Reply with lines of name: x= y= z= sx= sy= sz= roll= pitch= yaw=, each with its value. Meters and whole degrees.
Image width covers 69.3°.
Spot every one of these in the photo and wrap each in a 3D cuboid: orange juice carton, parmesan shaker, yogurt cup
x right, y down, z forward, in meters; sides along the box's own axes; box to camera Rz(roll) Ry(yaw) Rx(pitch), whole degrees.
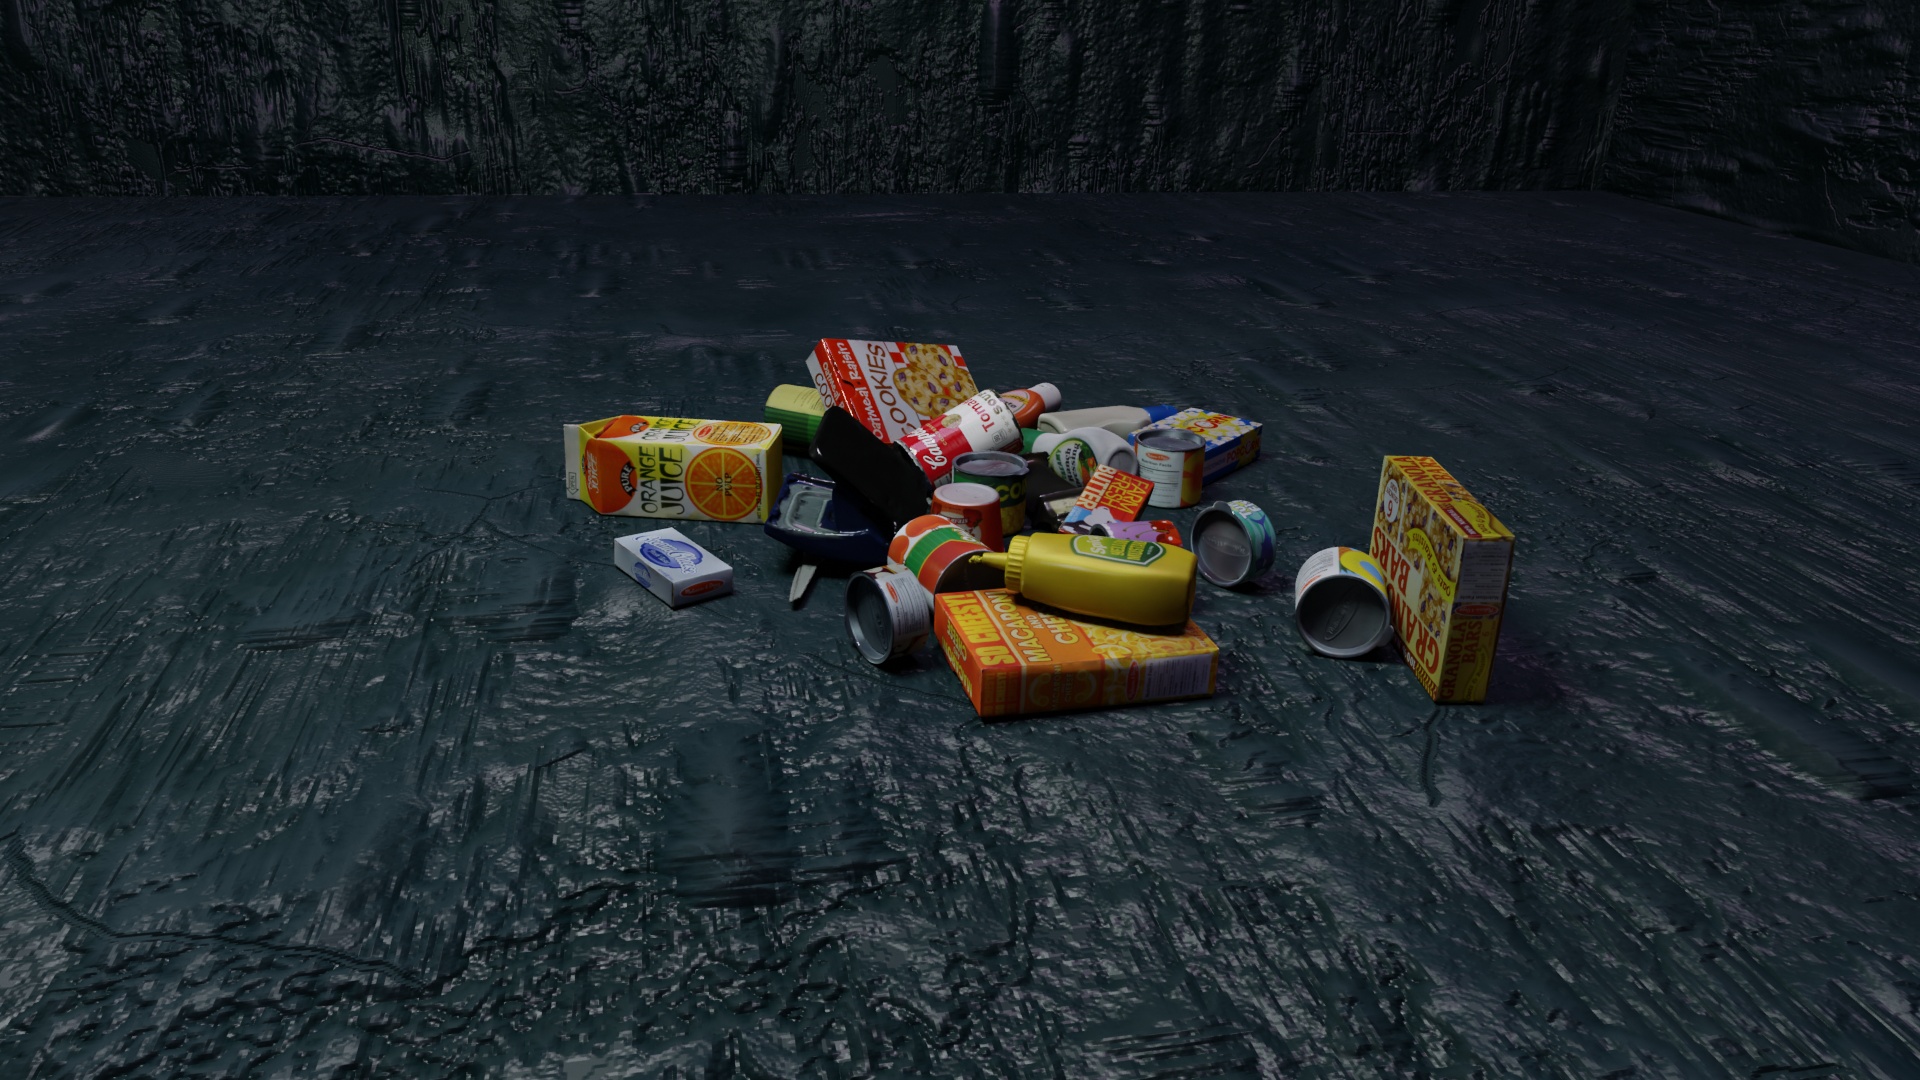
orange juice carton: x=-0.259 y=-0.065 z=1.239 sx=0.193 sy=0.071 sz=0.073 roll=3 pitch=22 yaw=4
parmesan shaker: x=-0.134 y=-0.118 z=1.383 sx=0.103 sy=0.071 sz=0.071 roll=11 pitch=24 yaw=24
yogurt cup: x=0.004 y=-0.015 z=1.157 sx=0.072 sy=0.053 sz=0.073 roll=2 pitch=22 yaw=-1

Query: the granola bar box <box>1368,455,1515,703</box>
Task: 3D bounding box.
granola bar box: x=0.339 y=0.023 z=0.995 sx=0.039 sy=0.123 sz=0.166 roll=1 pitch=22 yaw=-2

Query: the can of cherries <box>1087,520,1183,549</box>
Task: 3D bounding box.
can of cherries: x=0.133 y=0.016 z=1.072 sx=0.058 sy=0.071 sz=0.072 roll=-4 pitch=23 yaw=-14

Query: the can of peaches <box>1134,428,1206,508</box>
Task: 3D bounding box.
can of peaches: x=0.195 y=-0.068 z=1.296 sx=0.071 sy=0.057 sz=0.071 roll=1 pitch=21 yaw=0

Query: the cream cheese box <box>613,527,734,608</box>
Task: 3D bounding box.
cream cheese box: x=-0.227 y=0.020 z=1.094 sx=0.053 sy=0.024 sz=0.104 roll=-14 pitch=27 yaw=-36

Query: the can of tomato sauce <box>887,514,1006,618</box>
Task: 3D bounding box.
can of tomato sauce: x=-0.007 y=0.023 z=1.046 sx=0.071 sy=0.071 sz=0.083 roll=-10 pitch=24 yaw=-26

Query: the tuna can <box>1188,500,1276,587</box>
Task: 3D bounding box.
tuna can: x=0.219 y=0.000 z=1.114 sx=0.033 sy=0.070 sz=0.071 roll=-15 pitch=27 yaw=-37

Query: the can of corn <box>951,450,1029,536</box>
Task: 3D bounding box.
can of corn: x=0.027 y=-0.040 z=1.215 sx=0.071 sy=0.058 sz=0.071 roll=2 pitch=22 yaw=-1

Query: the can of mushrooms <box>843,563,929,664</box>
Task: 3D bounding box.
can of mushrooms: x=-0.053 y=0.051 z=0.979 sx=0.033 sy=0.070 sz=0.071 roll=-13 pitch=26 yaw=-32

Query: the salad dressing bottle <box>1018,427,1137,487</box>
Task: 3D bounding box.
salad dressing bottle: x=0.104 y=-0.080 z=1.321 sx=0.044 sy=0.064 sz=0.148 roll=-21 pitch=22 yaw=-31

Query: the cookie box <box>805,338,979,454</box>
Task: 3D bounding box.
cookie box: x=-0.053 y=-0.134 z=1.339 sx=0.168 sy=0.040 sz=0.123 roll=-3 pitch=59 yaw=-40

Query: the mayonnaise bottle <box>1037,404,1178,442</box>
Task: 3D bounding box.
mayonnaise bottle: x=0.156 y=-0.115 z=1.432 sx=0.148 sy=0.041 sz=0.065 roll=-8 pitch=25 yaw=-24

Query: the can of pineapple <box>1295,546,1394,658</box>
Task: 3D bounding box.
can of pineapple: x=0.280 y=0.046 z=1.015 sx=0.071 sy=0.070 sz=0.058 roll=6 pitch=22 yaw=11

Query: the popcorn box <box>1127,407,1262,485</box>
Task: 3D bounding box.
popcorn box: x=0.234 y=-0.094 z=1.388 sx=0.085 sy=0.038 sz=0.127 roll=18 pitch=27 yaw=35

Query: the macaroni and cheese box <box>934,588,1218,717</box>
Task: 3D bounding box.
macaroni and cheese box: x=0.077 y=0.072 z=0.967 sx=0.167 sy=0.040 sz=0.124 roll=-4 pitch=23 yaw=-15

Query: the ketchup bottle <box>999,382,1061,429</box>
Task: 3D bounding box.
ketchup bottle: x=0.055 y=-0.133 z=1.463 sx=0.065 sy=0.043 sz=0.149 roll=15 pitch=25 yaw=29

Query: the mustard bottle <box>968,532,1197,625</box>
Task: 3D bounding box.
mustard bottle: x=0.083 y=0.022 z=0.969 sx=0.160 sy=0.048 sz=0.065 roll=8 pitch=21 yaw=12

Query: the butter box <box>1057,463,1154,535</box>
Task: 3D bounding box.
butter box: x=0.124 y=-0.022 z=1.177 sx=0.053 sy=0.024 sz=0.104 roll=21 pitch=43 yaw=14
